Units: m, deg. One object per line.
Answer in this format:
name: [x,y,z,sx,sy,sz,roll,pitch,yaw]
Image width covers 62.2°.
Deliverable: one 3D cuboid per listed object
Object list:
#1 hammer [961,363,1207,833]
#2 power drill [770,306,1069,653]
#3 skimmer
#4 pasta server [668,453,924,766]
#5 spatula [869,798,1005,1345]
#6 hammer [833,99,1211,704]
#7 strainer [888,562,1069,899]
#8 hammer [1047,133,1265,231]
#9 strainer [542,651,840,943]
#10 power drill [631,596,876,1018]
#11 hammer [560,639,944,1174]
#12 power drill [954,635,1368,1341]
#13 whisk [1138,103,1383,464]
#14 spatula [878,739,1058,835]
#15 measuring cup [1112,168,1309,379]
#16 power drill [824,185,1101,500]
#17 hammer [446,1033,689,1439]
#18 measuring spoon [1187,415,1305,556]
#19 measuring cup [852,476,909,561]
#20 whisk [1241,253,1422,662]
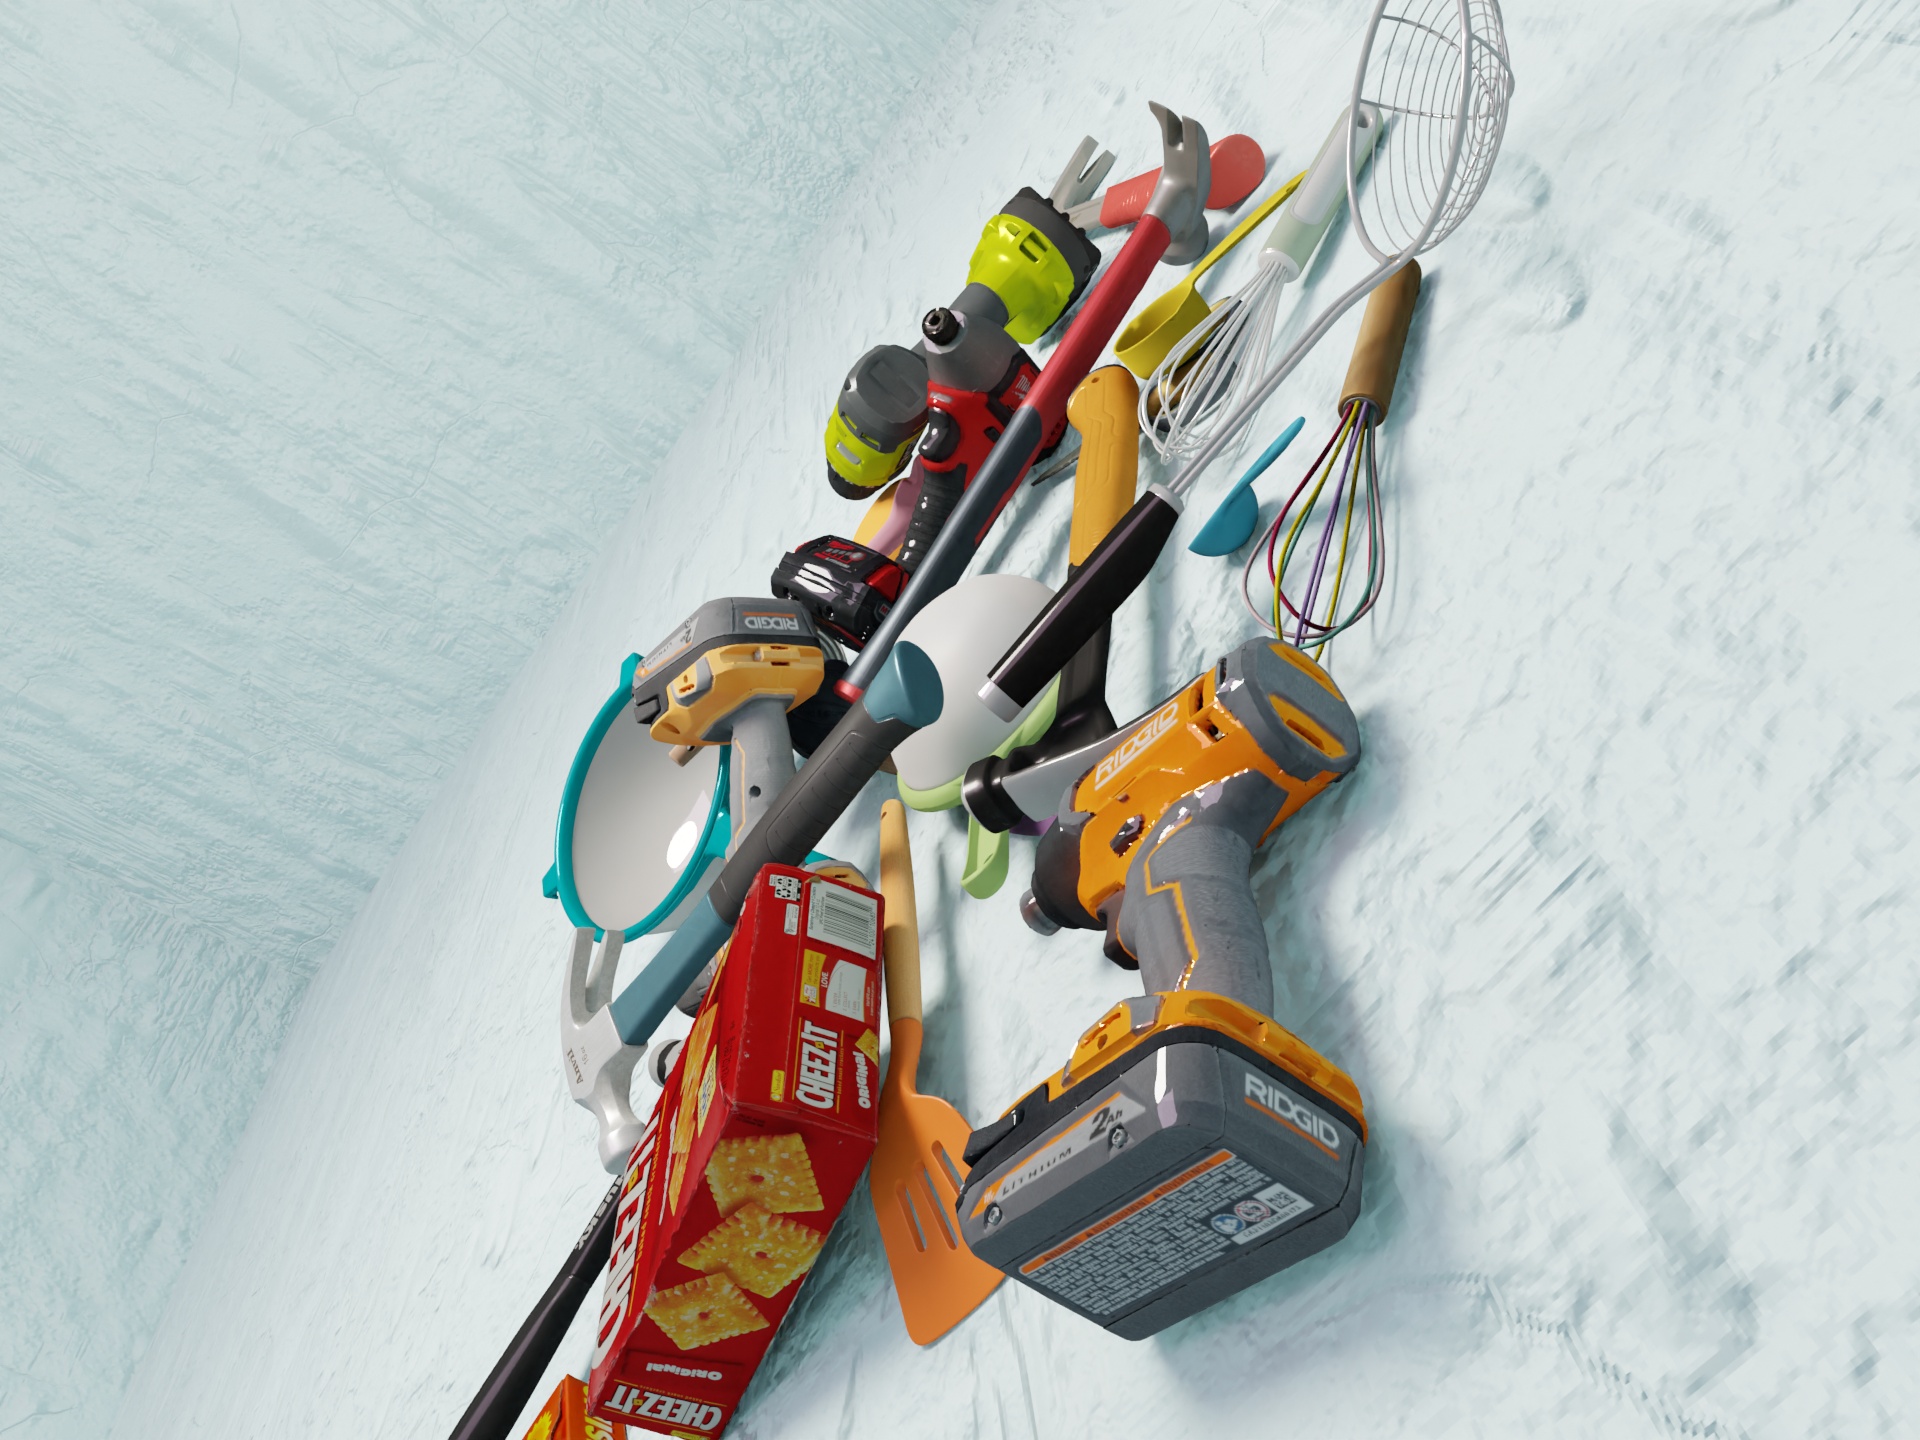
hammer: [0.075,-0.087,0.800,0.127,0.034,0.337,-24,34,27]
power drill: [-0.021,-0.148,1.009,0.079,0.143,0.220,25,83,34]
skimmer: [0.108,-0.161,0.690,0.363,0.090,0.127,-49,13,4]
pasta server: [-0.082,-0.087,1.073,0.316,0.060,0.040,-48,14,-14]
spatula: [-0.019,0.132,0.740,0.081,0.041,0.323,-51,21,22]
hammer: [0.037,-0.175,0.937,0.386,0.038,0.143,-58,-15,-6]
strainer: [-0.001,-0.003,0.813,0.151,0.069,0.257,-40,20,21]
hammer: [0.128,-0.386,1.158,0.149,0.036,0.359,-59,20,-1]
strainer: [-0.158,0.077,1.102,0.341,0.095,0.211,16,85,48]
power drill: [-0.133,0.062,0.947,0.185,0.084,0.226,-33,65,47]
hammer: [-0.115,0.090,0.837,0.331,0.033,0.128,-49,52,23]
power drill: [0.066,0.089,0.558,0.164,0.084,0.227,-44,20,36]
whisk: [0.165,-0.235,0.843,0.246,0.058,0.059,-59,-11,-15]
spatula: [-0.007,0.026,0.901,0.060,0.018,0.316,-58,21,-11]
measuring cup: [0.150,-0.251,0.898,0.156,0.029,0.062,-45,19,-7]
power drill: [-0.012,-0.258,1.145,0.228,0.080,0.190,-49,2,-16]
hammer: [-0.224,0.330,0.895,0.335,0.035,0.146,-59,19,-21]
measuring spoon: [0.134,-0.102,0.708,0.042,0.021,0.128,-52,-1,-16]
measuring cup: [-0.041,-0.116,1.134,0.095,0.052,0.174,-50,20,21]
whisk: [0.166,-0.119,0.675,0.051,0.047,0.245,-33,29,52]
